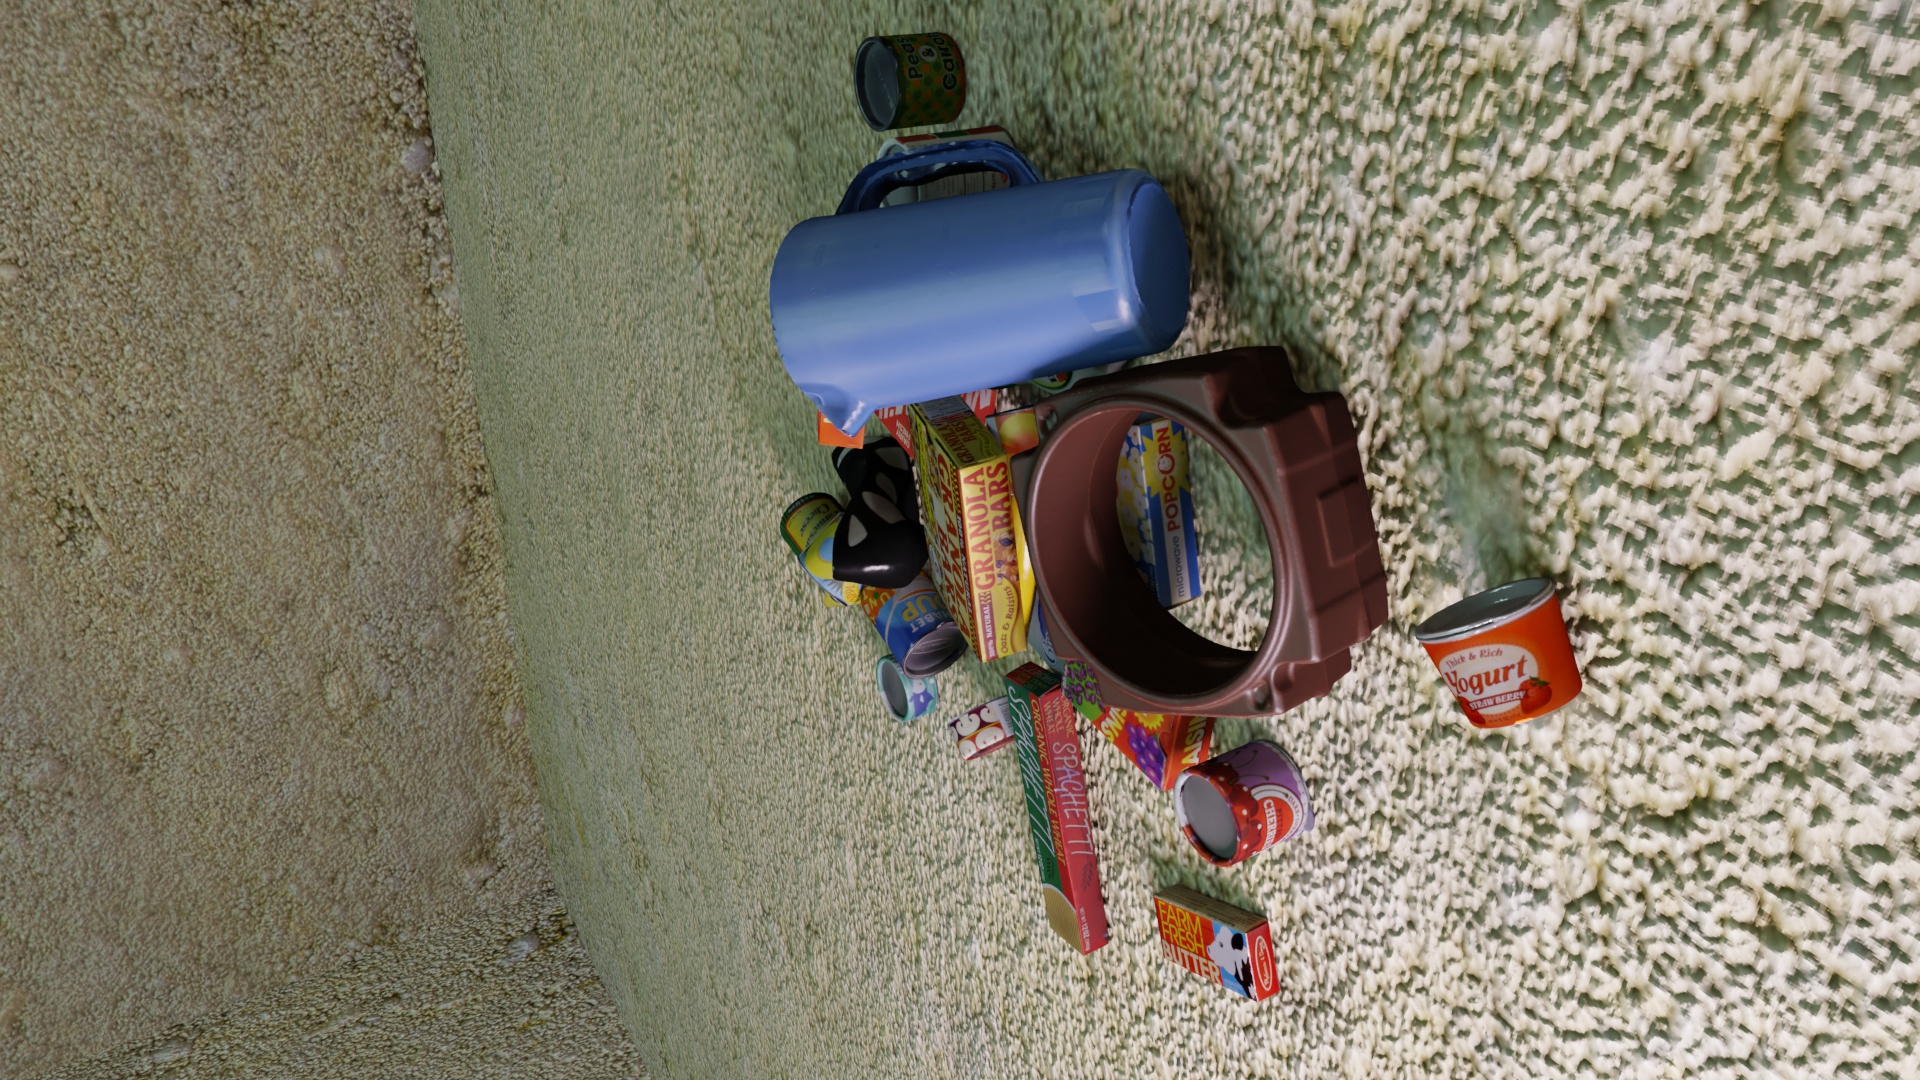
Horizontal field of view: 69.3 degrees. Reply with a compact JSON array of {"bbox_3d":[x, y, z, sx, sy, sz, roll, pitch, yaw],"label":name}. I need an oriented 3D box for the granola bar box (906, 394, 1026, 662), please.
[{"bbox_3d":[0.004,-0.013,1.014,0.124,0.039,0.164,-124,22,-56],"label":"granola bar box"}]

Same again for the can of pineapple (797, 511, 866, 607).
[{"bbox_3d":[-0.102,0.018,1.244,0.071,0.058,0.071,43,-175,-5],"label":"can of pineapple"}]

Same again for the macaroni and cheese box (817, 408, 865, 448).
[{"bbox_3d":[-0.088,-0.173,1.123,0.167,0.040,0.123,-88,6,-50],"label":"macaroni and cheese box"}]

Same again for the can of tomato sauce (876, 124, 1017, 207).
[{"bbox_3d":[-0.010,-0.254,0.978,0.071,0.083,0.071,35,133,49],"label":"can of tomato sauce"}]

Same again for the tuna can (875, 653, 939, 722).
[{"bbox_3d":[-0.050,0.134,1.306,0.071,0.033,0.070,37,136,49],"label":"tuna can"}]

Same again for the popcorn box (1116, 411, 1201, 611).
[{"bbox_3d":[0.113,-0.023,0.921,0.085,0.038,0.126,16,117,58],"label":"popcorn box"}]

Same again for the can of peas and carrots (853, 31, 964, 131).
[{"bbox_3d":[-0.037,-0.336,1.011,0.071,0.059,0.070,35,133,49],"label":"can of peas and carrots"}]

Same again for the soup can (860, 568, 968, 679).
[{"bbox_3d":[-0.040,0.067,1.218,0.084,0.071,0.071,53,146,34],"label":"soup can"}]

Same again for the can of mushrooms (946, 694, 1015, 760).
[{"bbox_3d":[0.024,0.154,1.144,0.033,0.071,0.070,65,151,14],"label":"can of mushrooms"}]

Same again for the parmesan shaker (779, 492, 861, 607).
[{"bbox_3d":[-0.126,0.009,1.338,0.103,0.071,0.071,48,143,40],"label":"parmesan shaker"}]

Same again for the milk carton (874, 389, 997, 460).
[{"bbox_3d":[-0.018,-0.132,1.067,0.072,0.074,0.189,49,144,39],"label":"milk carton"}]

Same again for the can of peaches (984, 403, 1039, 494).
[{"bbox_3d":[0.058,-0.067,0.974,0.071,0.071,0.058,-2,102,61],"label":"can of peaches"}]

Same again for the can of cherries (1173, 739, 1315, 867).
[{"bbox_3d":[0.179,0.167,0.879,0.071,0.058,0.071,37,135,49],"label":"can of cherries"}]

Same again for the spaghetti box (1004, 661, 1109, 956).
[{"bbox_3d":[0.077,0.213,1.093,0.050,0.029,0.249,25,132,54],"label":"spaghetti box"}]

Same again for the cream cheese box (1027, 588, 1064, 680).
[{"bbox_3d":[0.079,0.051,1.037,0.053,0.024,0.103,48,143,41],"label":"cream cheese box"}]

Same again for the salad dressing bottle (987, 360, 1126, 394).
[{"bbox_3d":[0.058,-0.129,0.961,0.147,0.044,0.064,-1,99,62],"label":"salad dressing bottle"}]

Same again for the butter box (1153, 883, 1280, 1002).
[{"bbox_3d":[0.178,0.281,0.975,0.103,0.024,0.053,3,106,60],"label":"butter box"}]

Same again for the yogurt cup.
[{"bbox_3d":[0.261,0.055,0.668,0.072,0.073,0.054,-23,92,62],"label":"yogurt cup"}]

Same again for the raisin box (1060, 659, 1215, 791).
[{"bbox_3d":[0.123,0.102,0.968,0.124,0.040,0.085,42,138,44],"label":"raisin box"}]
